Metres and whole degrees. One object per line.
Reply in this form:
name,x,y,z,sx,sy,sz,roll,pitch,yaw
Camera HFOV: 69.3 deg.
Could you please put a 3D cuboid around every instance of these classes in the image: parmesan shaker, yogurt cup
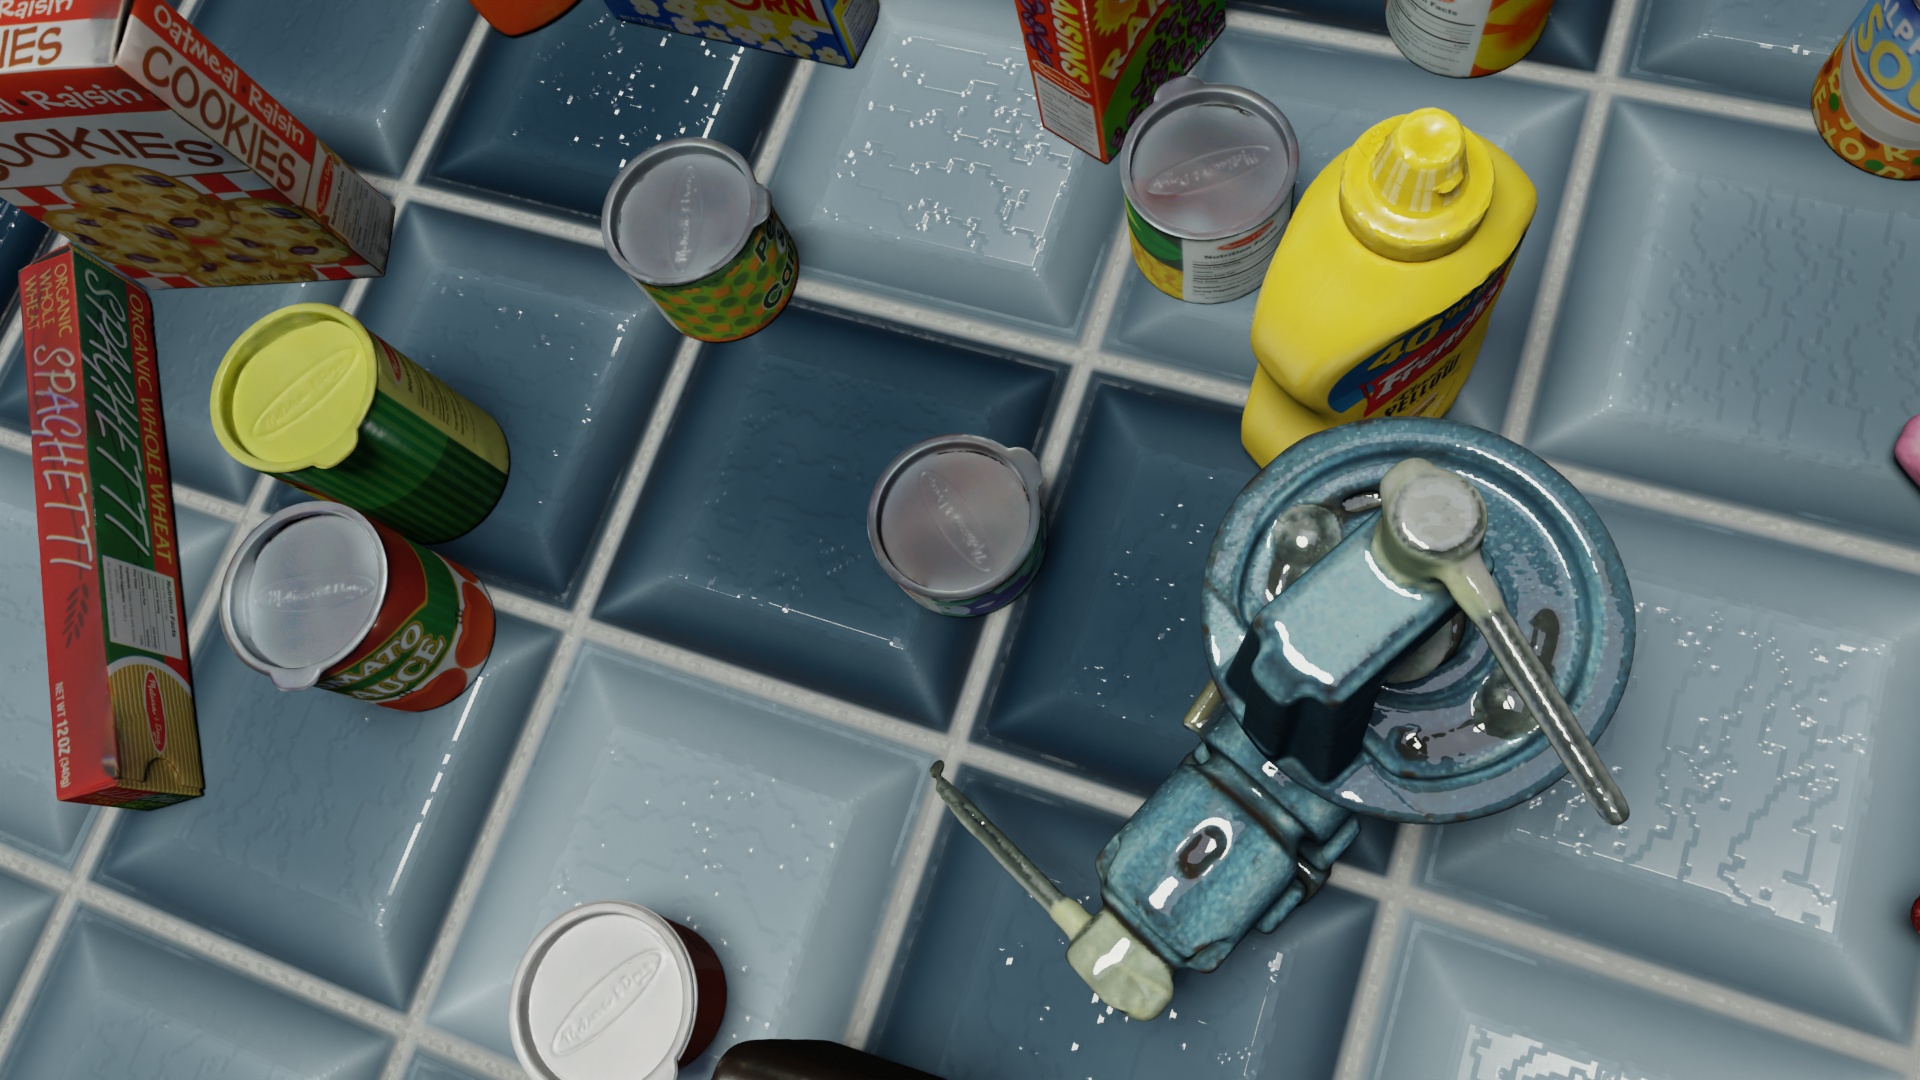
parmesan shaker,-0.232,-0.040,0.552,0.071,0.103,0.071,-3,73,10
yogurt cup,-0.118,0.164,0.495,0.072,0.054,0.072,-3,73,10

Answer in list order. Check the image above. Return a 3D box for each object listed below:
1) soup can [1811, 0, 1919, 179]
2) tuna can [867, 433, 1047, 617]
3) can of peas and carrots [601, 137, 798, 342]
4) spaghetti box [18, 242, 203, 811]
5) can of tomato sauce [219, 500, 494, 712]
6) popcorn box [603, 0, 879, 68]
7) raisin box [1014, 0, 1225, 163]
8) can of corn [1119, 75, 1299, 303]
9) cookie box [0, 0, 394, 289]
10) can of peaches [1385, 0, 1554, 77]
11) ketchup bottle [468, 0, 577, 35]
soup can,0.354,-0.176,0.497,0.071,0.083,0.071,-3,73,10
tuna can,0.002,-0.007,0.536,0.071,0.032,0.071,-3,73,9
can of peas and carrots,-0.104,-0.124,0.577,0.071,0.058,0.071,-3,73,10
spaghetti box,-0.365,-0.009,0.594,0.029,0.050,0.250,-19,71,5
can of tomato sauce,-0.231,0.030,0.541,0.071,0.083,0.071,-3,73,10
popcorn box,-0.106,-0.256,0.604,0.127,0.085,0.038,17,78,15
raisin box,0.064,-0.218,0.541,0.040,0.123,0.086,39,84,18
can of corn,0.097,-0.136,0.545,0.071,0.058,0.071,-3,73,10
cookie box,-0.337,-0.160,0.573,0.123,0.167,0.040,-1,74,10
can of peaches,0.208,-0.230,0.553,0.071,0.058,0.071,-3,73,10
ketchup bottle,-0.213,-0.286,0.598,0.065,0.148,0.043,-39,71,-2
